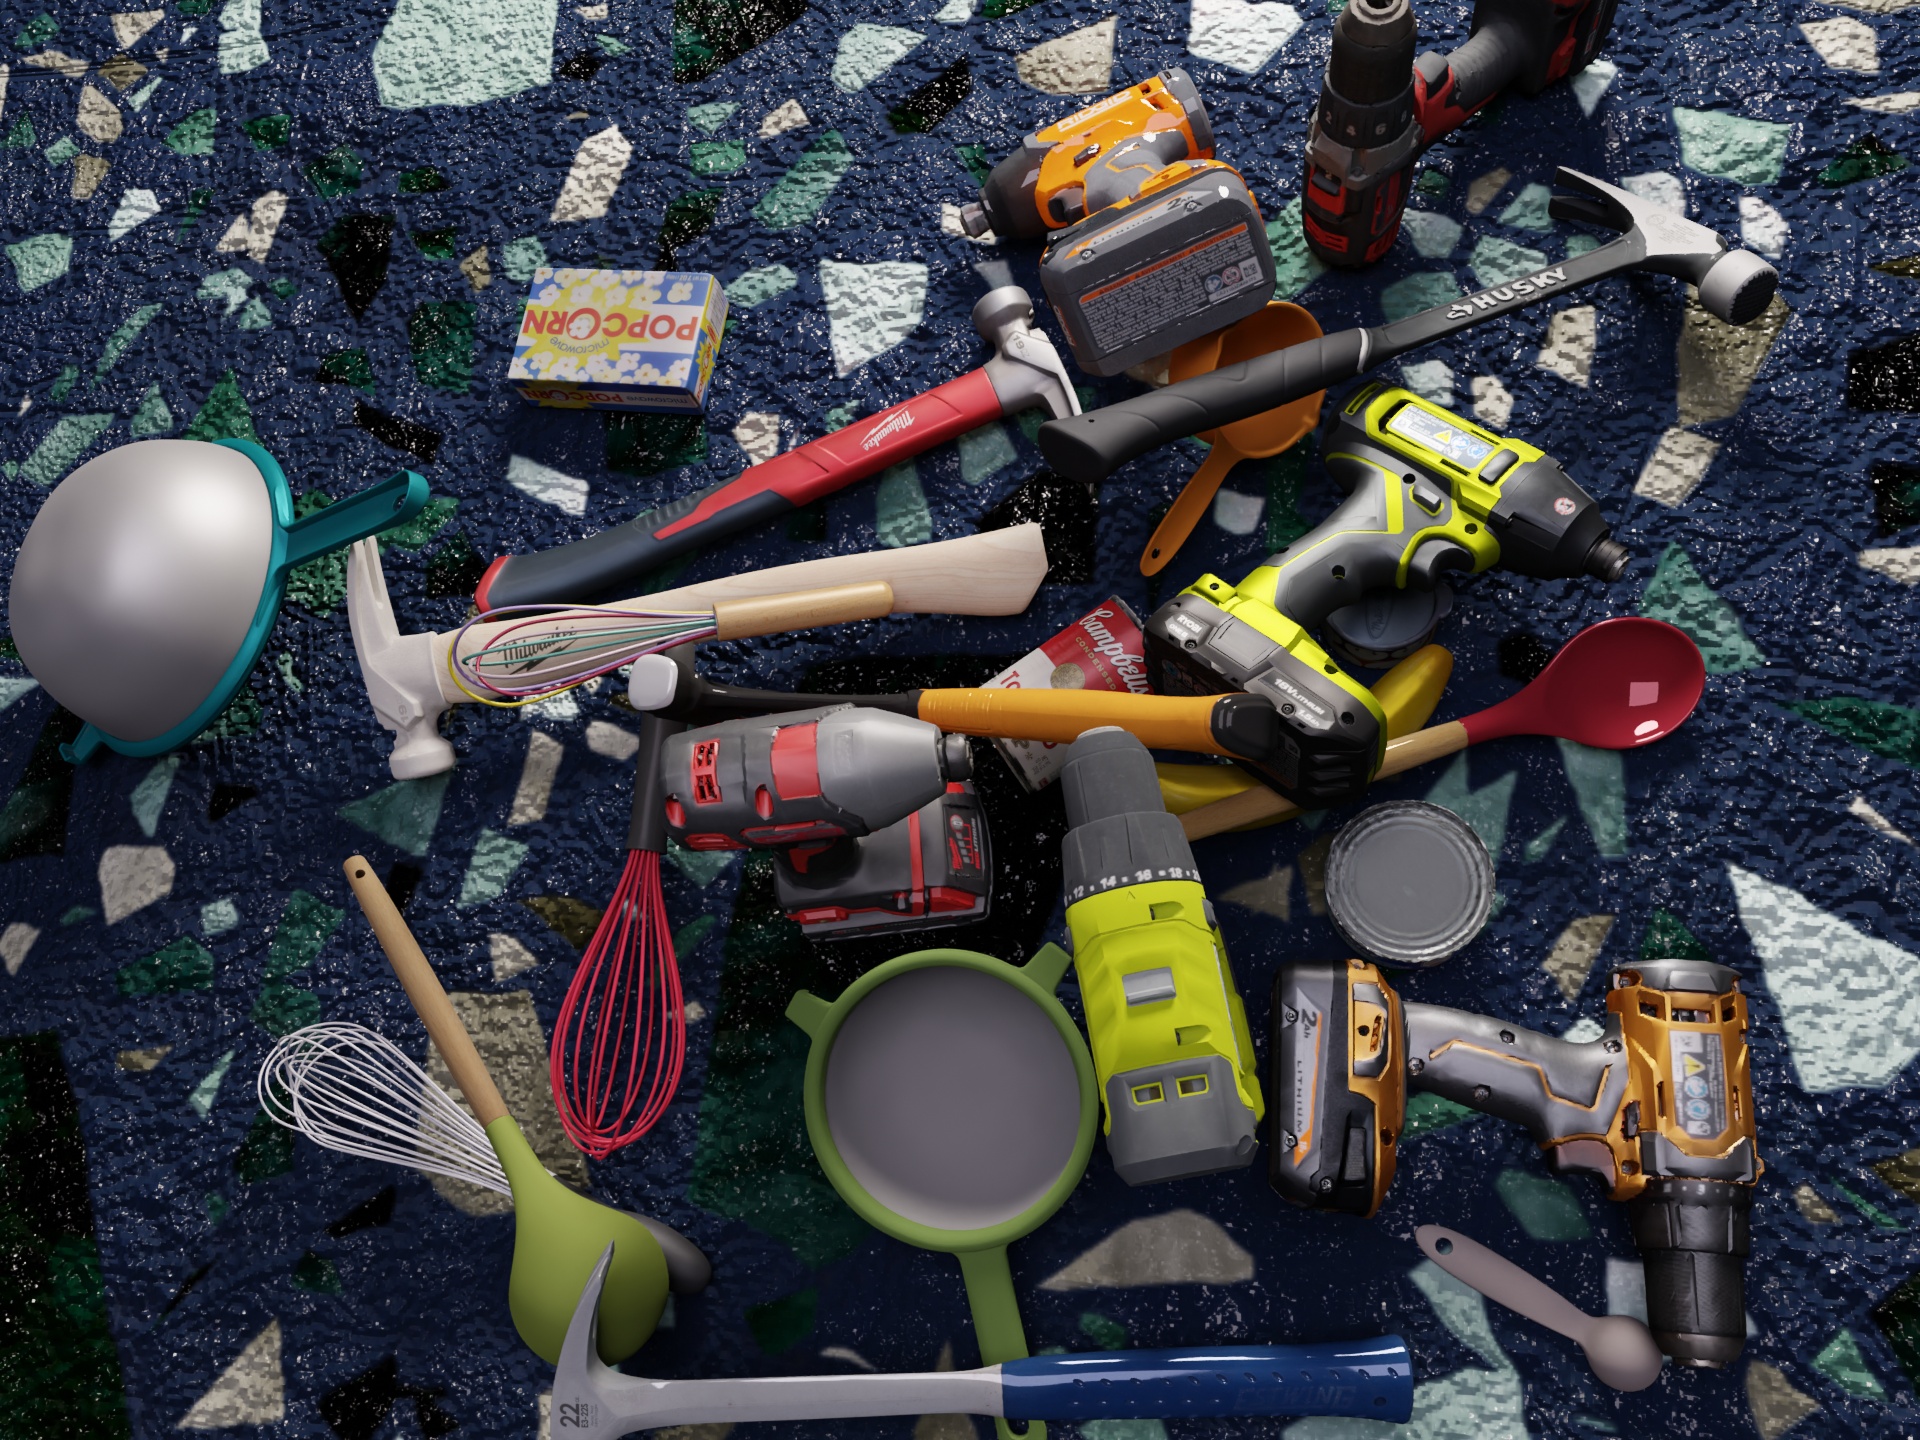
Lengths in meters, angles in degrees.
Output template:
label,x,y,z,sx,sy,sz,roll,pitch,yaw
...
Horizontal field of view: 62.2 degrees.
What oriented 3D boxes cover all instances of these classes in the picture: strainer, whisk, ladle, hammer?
label,x,y,z,sx,sy,sz,roll,pitch,yaw
strainer,0.011,0.241,0.818,0.151,0.069,0.256,-13,87,12
whisk,-0.177,0.092,0.883,0.073,0.073,0.296,3,78,12
ladle,0.239,0.016,0.833,0.315,0.031,0.069,-18,88,-6
ladle,-0.255,0.198,0.847,0.078,0.062,0.320,-30,62,-19
hammer,0.230,-0.210,0.863,0.409,0.036,0.149,-21,49,-14
hammer,-0.154,-0.072,0.938,0.410,0.038,0.146,-11,100,4
whisk,-0.259,0.240,0.869,0.285,0.070,0.070,23,77,12
hammer,-0.001,-0.003,0.816,0.337,0.127,0.034,3,82,28
whisk,-0.157,-0.047,0.880,0.245,0.051,0.047,-10,72,-14
strainer,-0.457,-0.102,0.935,0.340,0.095,0.211,-14,67,32
hammer,0.009,0.313,0.754,0.405,0.035,0.144,-2,101,-1
hammer,-0.111,-0.129,0.972,0.386,0.038,0.143,-23,70,2

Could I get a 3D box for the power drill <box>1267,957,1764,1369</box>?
label,x,y,z,sx,sy,sz,roll,pitch,yaw
power drill,0.265,0.205,0.764,0.226,0.084,0.185,2,70,7

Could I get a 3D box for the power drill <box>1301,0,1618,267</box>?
label,x,y,z,sx,sy,sz,roll,pitch,yaw
power drill,0.282,-0.387,0.907,0.227,0.187,0.080,-45,68,-10

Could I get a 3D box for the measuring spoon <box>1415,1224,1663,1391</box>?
label,x,y,z,sx,sy,sz,roll,pitch,yaw
measuring spoon,0.278,0.280,0.768,0.124,0.018,0.034,28,79,19

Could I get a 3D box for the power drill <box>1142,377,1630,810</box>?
label,x,y,z,sx,sy,sz,roll,pitch,yaw
power drill,0.217,-0.068,0.821,0.171,0.080,0.223,37,71,29

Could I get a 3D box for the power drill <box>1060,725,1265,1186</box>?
label,x,y,z,sx,sy,sz,roll,pitch,yaw
power drill,0.091,0.120,0.745,0.080,0.228,0.191,-12,70,7

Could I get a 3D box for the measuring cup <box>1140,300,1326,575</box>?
label,x,y,z,sx,sy,sz,roll,pitch,yaw
measuring cup,0.140,-0.164,0.918,0.173,0.095,0.052,-57,37,3

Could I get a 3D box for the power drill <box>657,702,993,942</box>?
label,x,y,z,sx,sy,sz,roll,pitch,yaw
power drill,-0.050,0.050,0.801,0.143,0.219,0.079,-8,71,8

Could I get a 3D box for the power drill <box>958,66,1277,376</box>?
label,x,y,z,sx,sy,sz,roll,pitch,yaw
power drill,0.084,-0.292,0.929,0.164,0.084,0.227,-22,38,11
